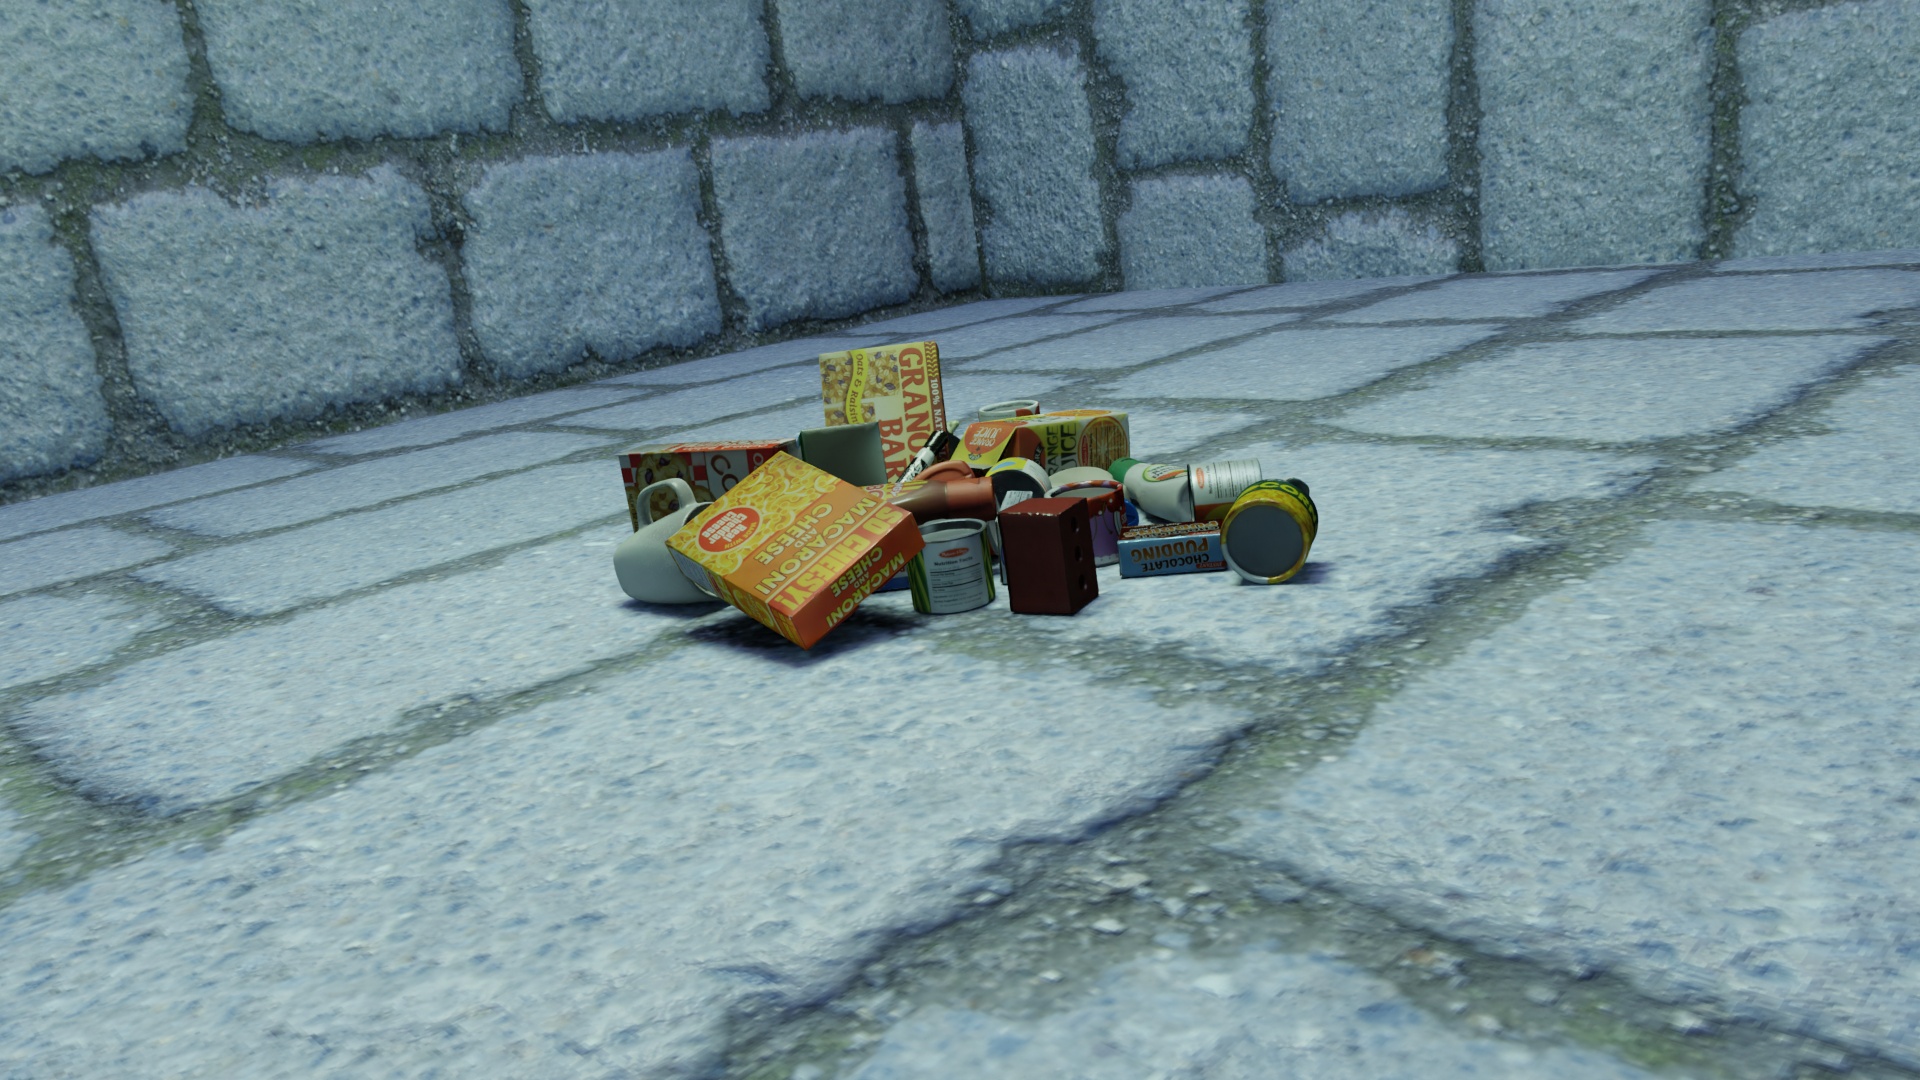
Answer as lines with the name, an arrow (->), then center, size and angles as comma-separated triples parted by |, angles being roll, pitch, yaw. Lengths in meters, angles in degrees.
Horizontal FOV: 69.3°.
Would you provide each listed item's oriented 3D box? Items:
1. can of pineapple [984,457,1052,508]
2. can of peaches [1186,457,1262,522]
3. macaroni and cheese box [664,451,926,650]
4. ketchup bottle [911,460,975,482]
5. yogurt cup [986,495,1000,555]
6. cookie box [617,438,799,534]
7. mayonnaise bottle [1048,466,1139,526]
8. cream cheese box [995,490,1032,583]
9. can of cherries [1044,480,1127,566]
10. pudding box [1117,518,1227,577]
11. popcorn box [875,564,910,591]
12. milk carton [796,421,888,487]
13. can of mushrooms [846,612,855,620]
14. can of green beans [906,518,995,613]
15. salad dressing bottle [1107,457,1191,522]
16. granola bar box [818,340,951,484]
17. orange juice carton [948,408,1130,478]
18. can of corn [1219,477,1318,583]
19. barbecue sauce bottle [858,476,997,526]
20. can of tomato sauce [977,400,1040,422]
can of pineapple -> 0.047, -0.037, 1.250 | 0.071, 0.070, 0.058 | -5, 13, 9
can of peaches -> 0.218, -0.032, 1.142 | 0.058, 0.071, 0.071 | -6, 14, 7
macaroni and cheese box -> -0.126, 0.004, 1.049 | 0.124, 0.040, 0.167 | -42, 43, -23
ketchup bottle -> -0.021, -0.045, 1.307 | 0.065, 0.043, 0.149 | -24, 0, -4
yogurt cup -> 0.004, -0.015, 1.192 | 0.054, 0.072, 0.072 | -13, 12, 12
cookie box -> -0.213, -0.023, 1.215 | 0.167, 0.122, 0.040 | 0, 16, 27
mayonnaise bottle -> 0.122, -0.034, 1.249 | 0.065, 0.041, 0.148 | -10, 15, -8
cream cheese box -> 0.046, -0.004, 1.144 | 0.024, 0.053, 0.104 | -4, 14, 8
can of cherries -> 0.107, -0.015, 1.141 | 0.071, 0.058, 0.071 | -8, 14, 2
pudding box -> 0.166, 0.006, 1.087 | 0.084, 0.030, 0.050 | -5, 15, 12
popcorn box -> -0.083, 0.011, 1.184 | 0.085, 0.038, 0.127 | -8, 14, 3
milk carton -> -0.119, -0.048, 1.290 | 0.072, 0.073, 0.190 | -7, -10, -14
can of mushrooms -> -0.118, 0.045, 1.078 | 0.071, 0.033, 0.071 | -8, 14, 2
can of green beans -> -0.008, 0.019, 1.070 | 0.071, 0.057, 0.071 | -7, 14, 2
salad dressing bottle -> 0.181, -0.049, 1.268 | 0.064, 0.044, 0.148 | -11, 14, -18
granola bar box -> -0.075, -0.115, 1.425 | 0.124, 0.166, 0.039 | -7, -12, 2
orange juice carton -> 0.075, -0.085, 1.375 | 0.193, 0.073, 0.072 | -11, 13, -36
can of corn -> 0.230, -0.009, 1.029 | 0.071, 0.071, 0.058 | -2, 15, 21
barbecue sauce bottle -> -0.046, -0.026, 1.135 | 0.148, 0.043, 0.065 | -6, 20, 4
can of tomato sauce -> 0.056, -0.102, 1.466 | 0.071, 0.083, 0.071 | -7, 14, 2
